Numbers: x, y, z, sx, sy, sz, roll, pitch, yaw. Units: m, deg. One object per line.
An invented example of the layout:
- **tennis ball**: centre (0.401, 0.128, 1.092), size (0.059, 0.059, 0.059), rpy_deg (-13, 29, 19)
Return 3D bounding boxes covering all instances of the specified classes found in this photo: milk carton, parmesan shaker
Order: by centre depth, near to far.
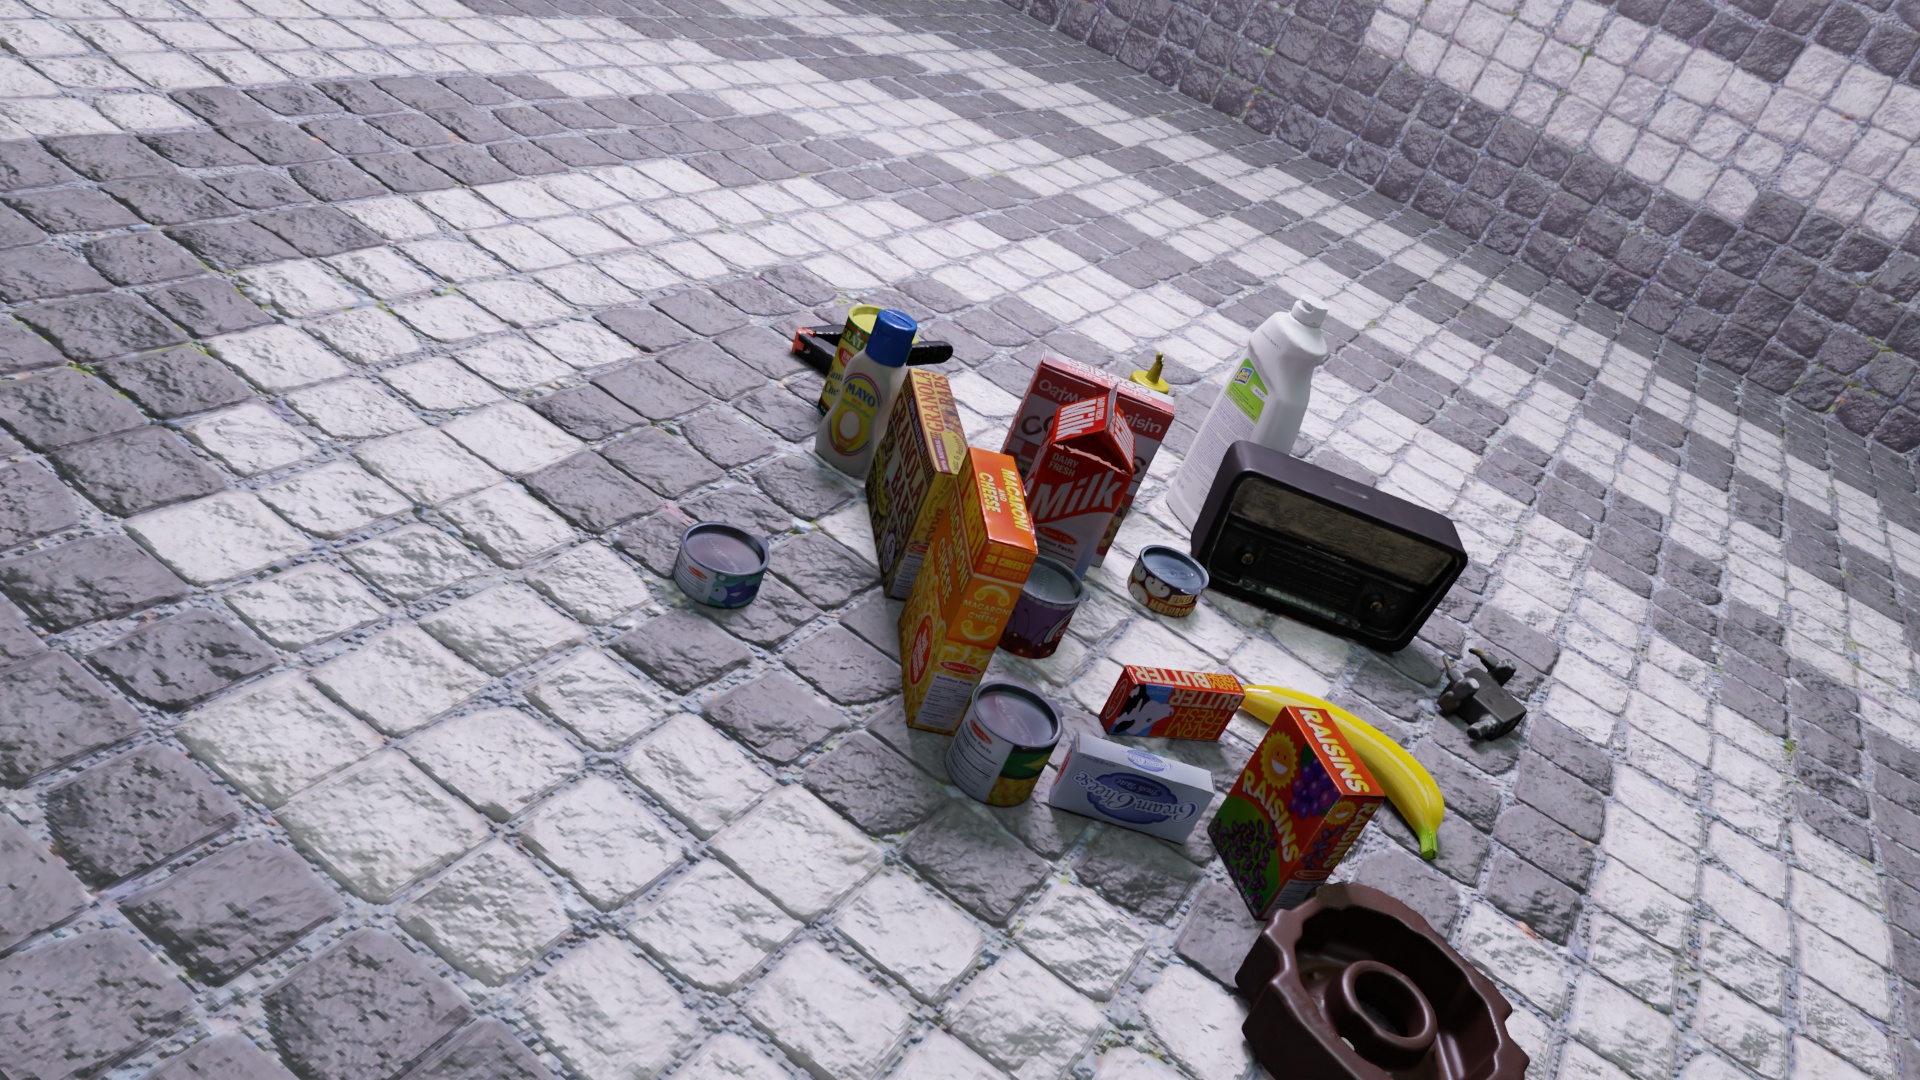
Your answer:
- **milk carton**: centre (0.089, -0.037, 1.139), size (0.073, 0.189, 0.073), rpy_deg (21, 30, -3)
- **parmesan shaker**: centre (-0.086, -0.158, 1.298), size (0.071, 0.102, 0.071), rpy_deg (17, 30, -10)

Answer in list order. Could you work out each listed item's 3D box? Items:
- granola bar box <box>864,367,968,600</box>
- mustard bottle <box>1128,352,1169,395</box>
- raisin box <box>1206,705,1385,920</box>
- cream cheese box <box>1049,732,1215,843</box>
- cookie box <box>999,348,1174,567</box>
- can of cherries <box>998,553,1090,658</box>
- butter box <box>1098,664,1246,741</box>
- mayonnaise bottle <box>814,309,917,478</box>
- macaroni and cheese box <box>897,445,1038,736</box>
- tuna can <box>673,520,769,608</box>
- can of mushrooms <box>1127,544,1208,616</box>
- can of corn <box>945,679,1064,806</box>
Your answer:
- **granola bar box**: centre (-0.036, -0.047, 1.135), size (0.039, 0.123, 0.166), rpy_deg (12, 32, -19)
- **mustard bottle**: centre (0.165, -0.112, 1.337), size (0.065, 0.159, 0.049), rpy_deg (26, 30, 4)
- **raisin box**: centre (0.226, 0.186, 0.944), size (0.040, 0.122, 0.086), rpy_deg (8, 33, -24)
- **cream cheese box**: centre (0.118, 0.172, 0.962), size (0.104, 0.053, 0.024), rpy_deg (18, 30, -9)
- **cookie box**: centre (0.099, -0.070, 1.219), size (0.123, 0.166, 0.040), rpy_deg (20, 30, -5)
- **can of cherries**: centre (0.060, 0.053, 1.106), size (0.071, 0.058, 0.072), rpy_deg (17, 31, -10)
- **butter box**: centre (0.163, 0.125, 1.066), size (0.103, 0.052, 0.024), rpy_deg (8, 33, -25)
- **mayonnaise bottle**: centre (-0.078, -0.130, 1.213), size (0.065, 0.147, 0.041), rpy_deg (33, 31, 16)
- **macaroni and cheese box**: centre (0.002, 0.035, 0.989), size (0.040, 0.165, 0.124), rpy_deg (14, 31, -16)
- **tuna can**: centre (-0.176, 0.017, 1.029), size (0.071, 0.032, 0.071), rpy_deg (17, 31, -10)
- **can of mushrooms**: centre (0.186, 0.037, 1.240), size (0.071, 0.033, 0.071), rpy_deg (17, 31, -10)
- **can of corn**: centre (0.031, 0.139, 0.951), size (0.071, 0.058, 0.071), rpy_deg (17, 31, -10)
